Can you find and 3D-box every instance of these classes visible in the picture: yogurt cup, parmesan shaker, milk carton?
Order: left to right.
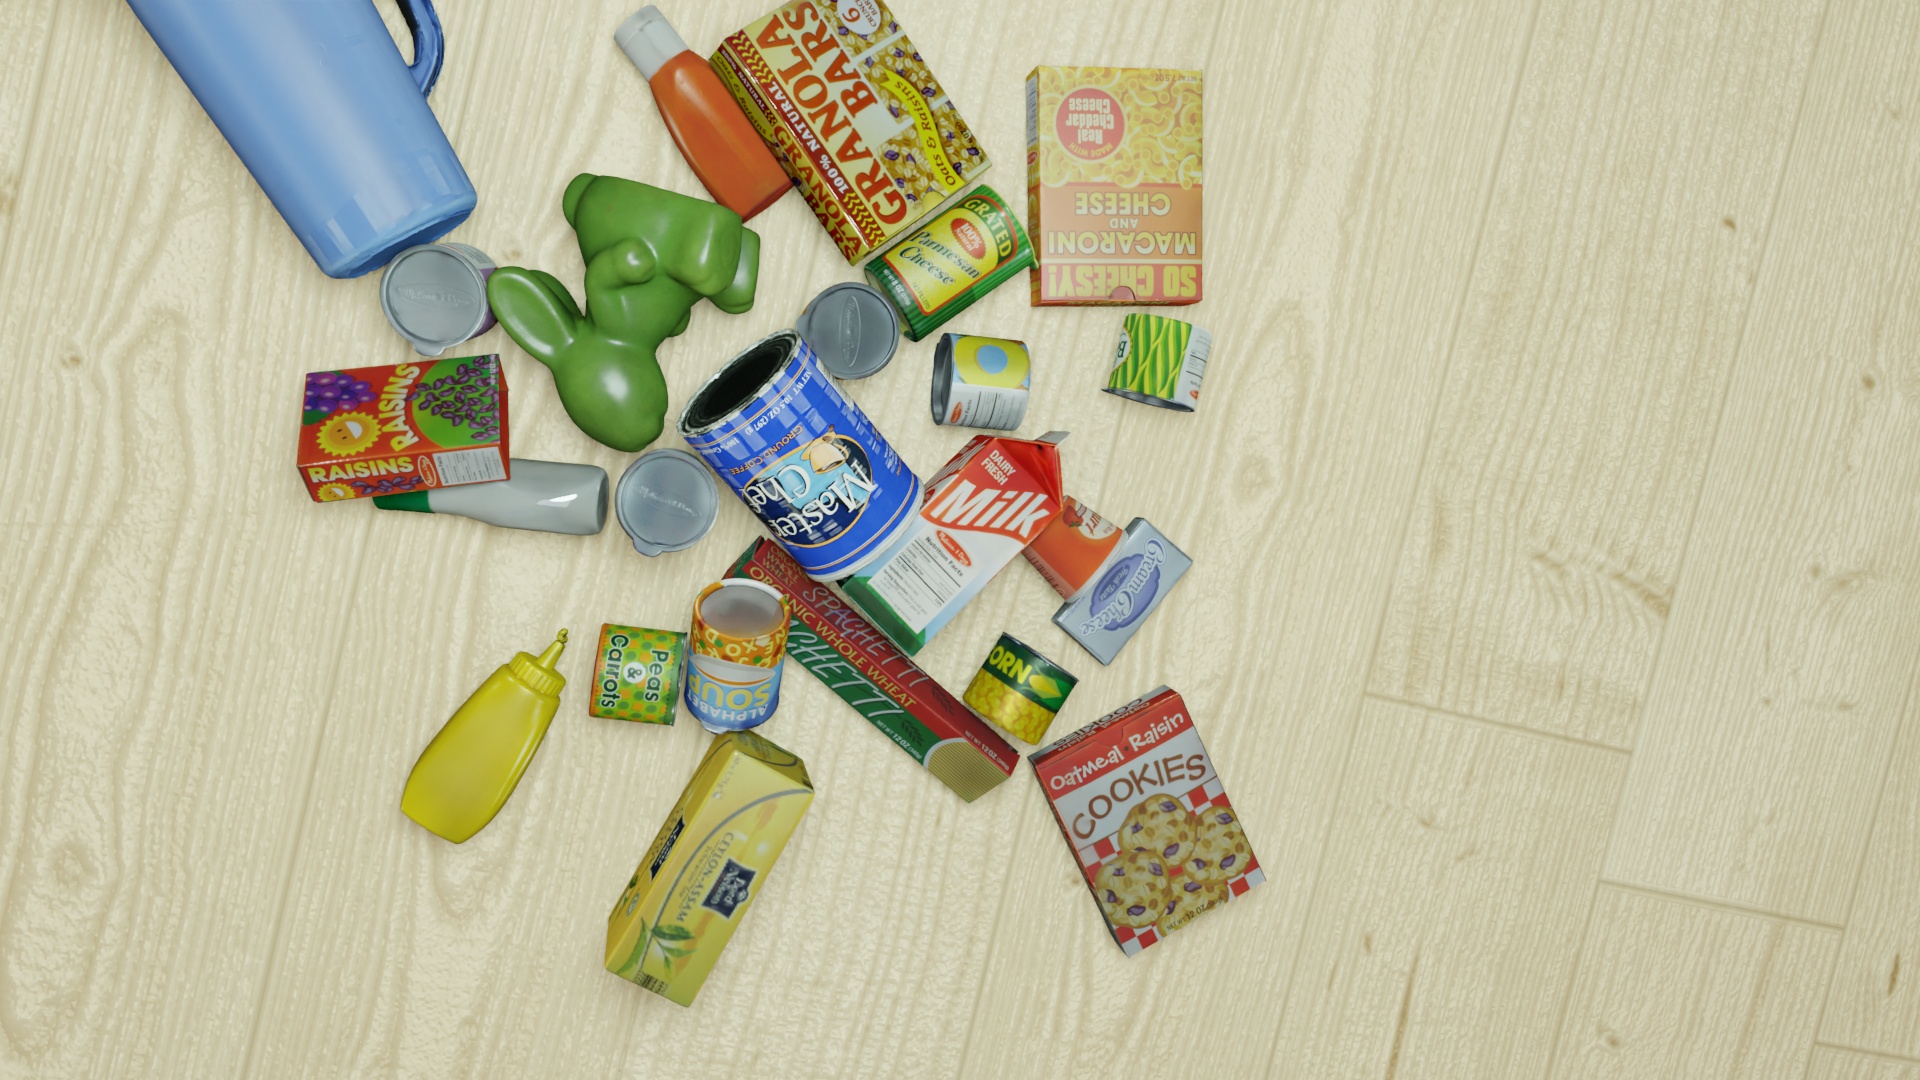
[{"bbox_3d":[-0.006,-0.191,0.974,0.103,0.071,0.071,-36,101,-6],"label":"parmesan shaker"},{"bbox_3d":[0.004,-0.012,0.990,0.191,0.072,0.073,-44,102,-4],"label":"milk carton"},{"bbox_3d":[0.080,0.004,1.011,0.054,0.072,0.072,40,87,-4],"label":"yogurt cup"}]

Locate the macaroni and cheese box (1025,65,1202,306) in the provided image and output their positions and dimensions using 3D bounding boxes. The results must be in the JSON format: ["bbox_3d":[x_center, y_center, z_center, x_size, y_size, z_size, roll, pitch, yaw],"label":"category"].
[{"bbox_3d":[0.112,-0.254,1.006,0.124,0.040,0.166,-2,95,-10],"label":"macaroni and cheese box"}]

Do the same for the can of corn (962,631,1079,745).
[{"bbox_3d":[0.042,0.107,1.009,0.071,0.071,0.058,33,89,-12],"label":"can of corn"}]

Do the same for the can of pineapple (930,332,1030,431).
[{"bbox_3d":[0.014,-0.114,0.986,0.058,0.071,0.071,4,94,-13],"label":"can of pineapple"}]

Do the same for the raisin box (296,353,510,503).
[{"bbox_3d":[-0.360,-0.074,0.906,0.123,0.039,0.086,-8,53,-11],"label":"raisin box"}]

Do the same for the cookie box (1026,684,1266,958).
[{"bbox_3d":[0.141,0.211,1.052,0.123,0.040,0.167,-27,99,-8],"label":"cookie box"}]

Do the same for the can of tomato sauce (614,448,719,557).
[{"bbox_3d":[-0.199,-0.027,0.941,0.071,0.083,0.071,-1,95,-11],"label":"can of tomato sauce"}]

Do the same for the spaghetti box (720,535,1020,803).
[{"bbox_3d":[-0.065,0.095,0.995,0.250,0.029,0.050,42,126,-12],"label":"spaghetti box"}]

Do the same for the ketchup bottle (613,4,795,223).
[{"bbox_3d":[-0.174,-0.292,0.944,0.065,0.043,0.148,-41,101,-12],"label":"ketchup bottle"}]

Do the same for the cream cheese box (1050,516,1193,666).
[{"bbox_3d":[0.121,0.037,1.041,0.053,0.024,0.104,41,86,-12],"label":"cream cheese box"}]

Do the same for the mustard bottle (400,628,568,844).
[{"bbox_3d":[-0.313,0.127,0.949,0.065,0.049,0.160,36,87,-12],"label":"mustard bottle"}]

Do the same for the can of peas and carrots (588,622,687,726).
[{"bbox_3d":[-0.221,0.092,0.953,0.059,0.071,0.071,8,93,-11],"label":"can of peas and carrots"}]

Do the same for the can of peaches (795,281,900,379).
[{"bbox_3d":[-0.081,-0.145,0.968,0.071,0.058,0.071,-1,96,-11],"label":"can of peaches"}]

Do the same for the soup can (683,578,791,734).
[{"bbox_3d":[-0.153,0.079,0.948,0.071,0.072,0.083,4,127,-12],"label":"soup can"}]

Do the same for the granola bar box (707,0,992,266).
[{"bbox_3d":[-0.072,-0.291,0.947,0.125,0.039,0.165,-41,102,-27],"label":"granola bar box"}]

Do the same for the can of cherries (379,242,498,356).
[{"bbox_3d":[-0.338,-0.159,0.910,0.071,0.058,0.071,-1,103,-5],"label":"can of cherries"}]

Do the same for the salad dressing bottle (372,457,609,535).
[{"bbox_3d":[-0.314,-0.033,0.932,0.148,0.064,0.043,5,114,-4],"label":"salad dressing bottle"}]

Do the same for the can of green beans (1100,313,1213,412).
[{"bbox_3d":[0.145,-0.129,1.011,0.071,0.071,0.058,14,92,-12],"label":"can of green beans"}]
